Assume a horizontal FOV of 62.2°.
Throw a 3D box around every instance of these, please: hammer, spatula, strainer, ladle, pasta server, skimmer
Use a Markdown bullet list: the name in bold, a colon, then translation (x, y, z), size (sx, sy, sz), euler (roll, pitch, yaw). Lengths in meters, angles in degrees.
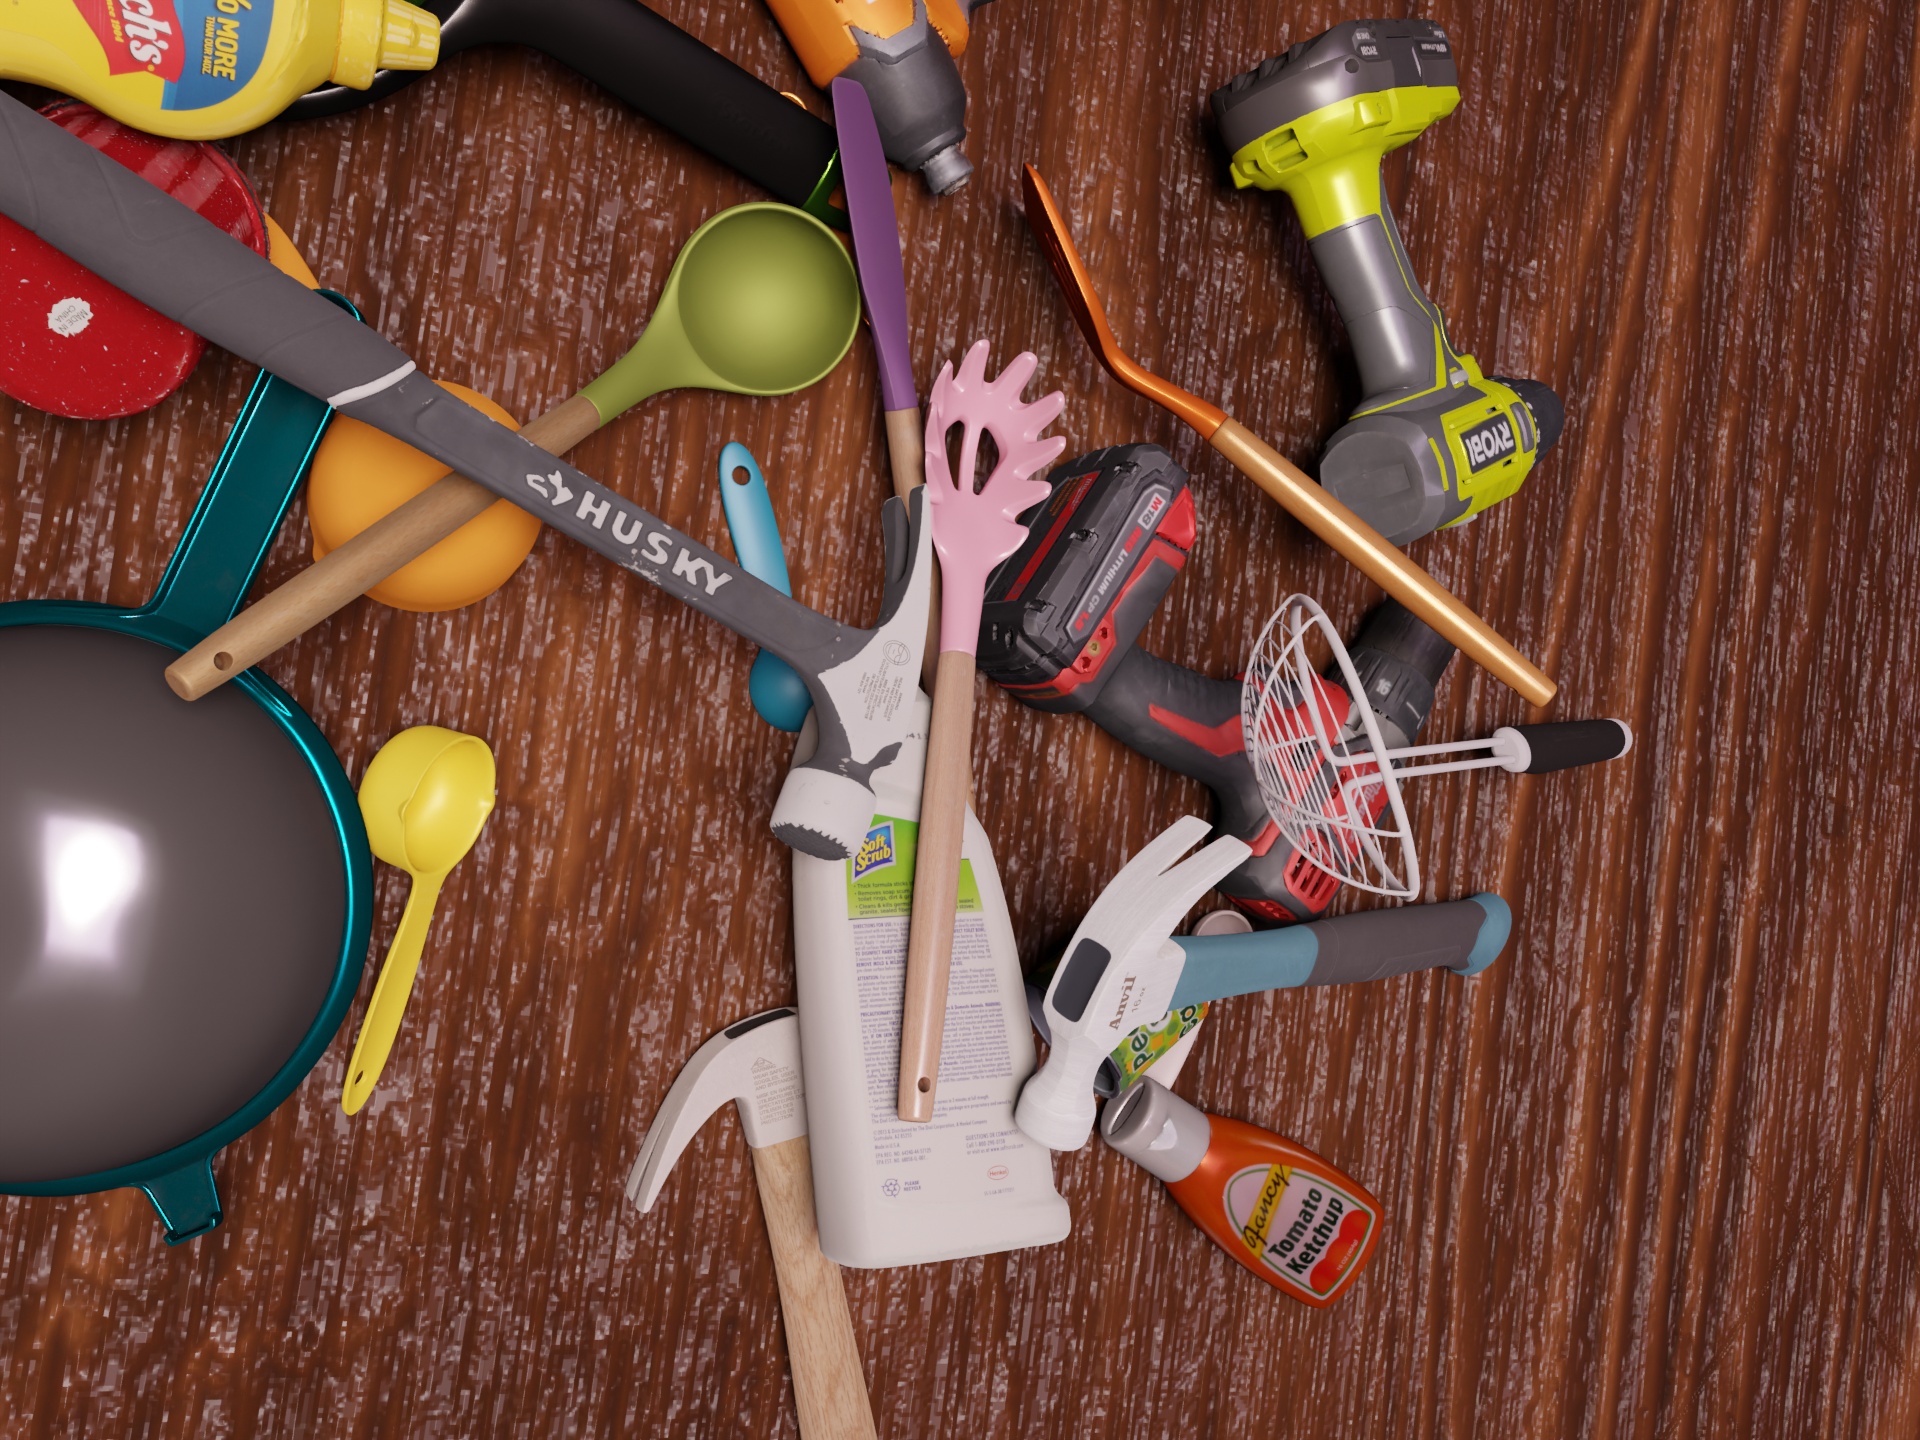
- **hammer**: translation (0.157, 0.105, 0.708), size (0.330, 0.033, 0.128), euler (2, 110, -46)
- **spatula**: translation (-0.021, -0.108, 0.682), size (0.018, 0.060, 0.315), euler (-4, 104, 17)
- **strainer**: translation (-0.284, 0.006, 0.524), size (0.211, 0.095, 0.340), euler (25, 88, -10)
- **hammer**: translation (-0.173, -0.105, 0.527), size (0.408, 0.036, 0.149), euler (32, 65, -27)
- **ladle**: translation (-0.149, -0.103, 0.584), size (0.320, 0.062, 0.078), euler (-47, 121, -38)
- **hammer**: translation (-0.058, 0.289, 0.682), size (0.130, 0.031, 0.331), euler (-11, 94, -23)
- **pasta server**: translation (-0.001, -0.002, 0.635), size (0.060, 0.040, 0.316), euler (12, 72, -19)
- **skimmer**: translation (0.245, 0.006, 0.719), size (0.363, 0.090, 0.127), euler (-3, 69, -44)
- **spatula**: translation (0.138, -0.120, 0.698), size (0.322, 0.081, 0.041), euler (40, 93, 2)

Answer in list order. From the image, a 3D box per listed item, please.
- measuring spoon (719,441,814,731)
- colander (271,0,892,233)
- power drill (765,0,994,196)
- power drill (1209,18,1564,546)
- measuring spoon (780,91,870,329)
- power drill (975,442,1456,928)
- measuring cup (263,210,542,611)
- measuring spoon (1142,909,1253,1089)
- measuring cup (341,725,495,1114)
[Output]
- **measuring spoon**: translation (-0.079, -0.057, 0.681), size (0.042, 0.021, 0.128), euler (-18, 98, -22)
- **colander**: translation (-0.197, -0.299, 0.601), size (0.396, 0.095, 0.204), euler (22, 108, -37)
- **power drill**: translation (0.021, -0.345, 0.699), size (0.226, 0.084, 0.164), euler (-35, 103, -15)
- **power drill**: translation (0.217, -0.208, 0.766), size (0.190, 0.080, 0.228), euler (-26, 99, -45)
- **measuring spoon**: translation (-0.055, -0.220, 0.703), size (0.021, 0.011, 0.117), euler (-30, 104, -13)
- **power drill**: translation (0.130, -0.033, 0.743), size (0.226, 0.080, 0.188), euler (39, 76, -21)
- **measuring cup**: translation (-0.225, -0.123, 0.604), size (0.095, 0.052, 0.173), euler (-34, 104, -20)
- **measuring spoon**: translation (0.102, 0.146, 0.763), size (0.034, 0.018, 0.124), euler (31, 85, -25)
- **measuring cup**: translation (-0.222, 0.076, 0.614), size (0.029, 0.062, 0.156), euler (20, 95, 14)
